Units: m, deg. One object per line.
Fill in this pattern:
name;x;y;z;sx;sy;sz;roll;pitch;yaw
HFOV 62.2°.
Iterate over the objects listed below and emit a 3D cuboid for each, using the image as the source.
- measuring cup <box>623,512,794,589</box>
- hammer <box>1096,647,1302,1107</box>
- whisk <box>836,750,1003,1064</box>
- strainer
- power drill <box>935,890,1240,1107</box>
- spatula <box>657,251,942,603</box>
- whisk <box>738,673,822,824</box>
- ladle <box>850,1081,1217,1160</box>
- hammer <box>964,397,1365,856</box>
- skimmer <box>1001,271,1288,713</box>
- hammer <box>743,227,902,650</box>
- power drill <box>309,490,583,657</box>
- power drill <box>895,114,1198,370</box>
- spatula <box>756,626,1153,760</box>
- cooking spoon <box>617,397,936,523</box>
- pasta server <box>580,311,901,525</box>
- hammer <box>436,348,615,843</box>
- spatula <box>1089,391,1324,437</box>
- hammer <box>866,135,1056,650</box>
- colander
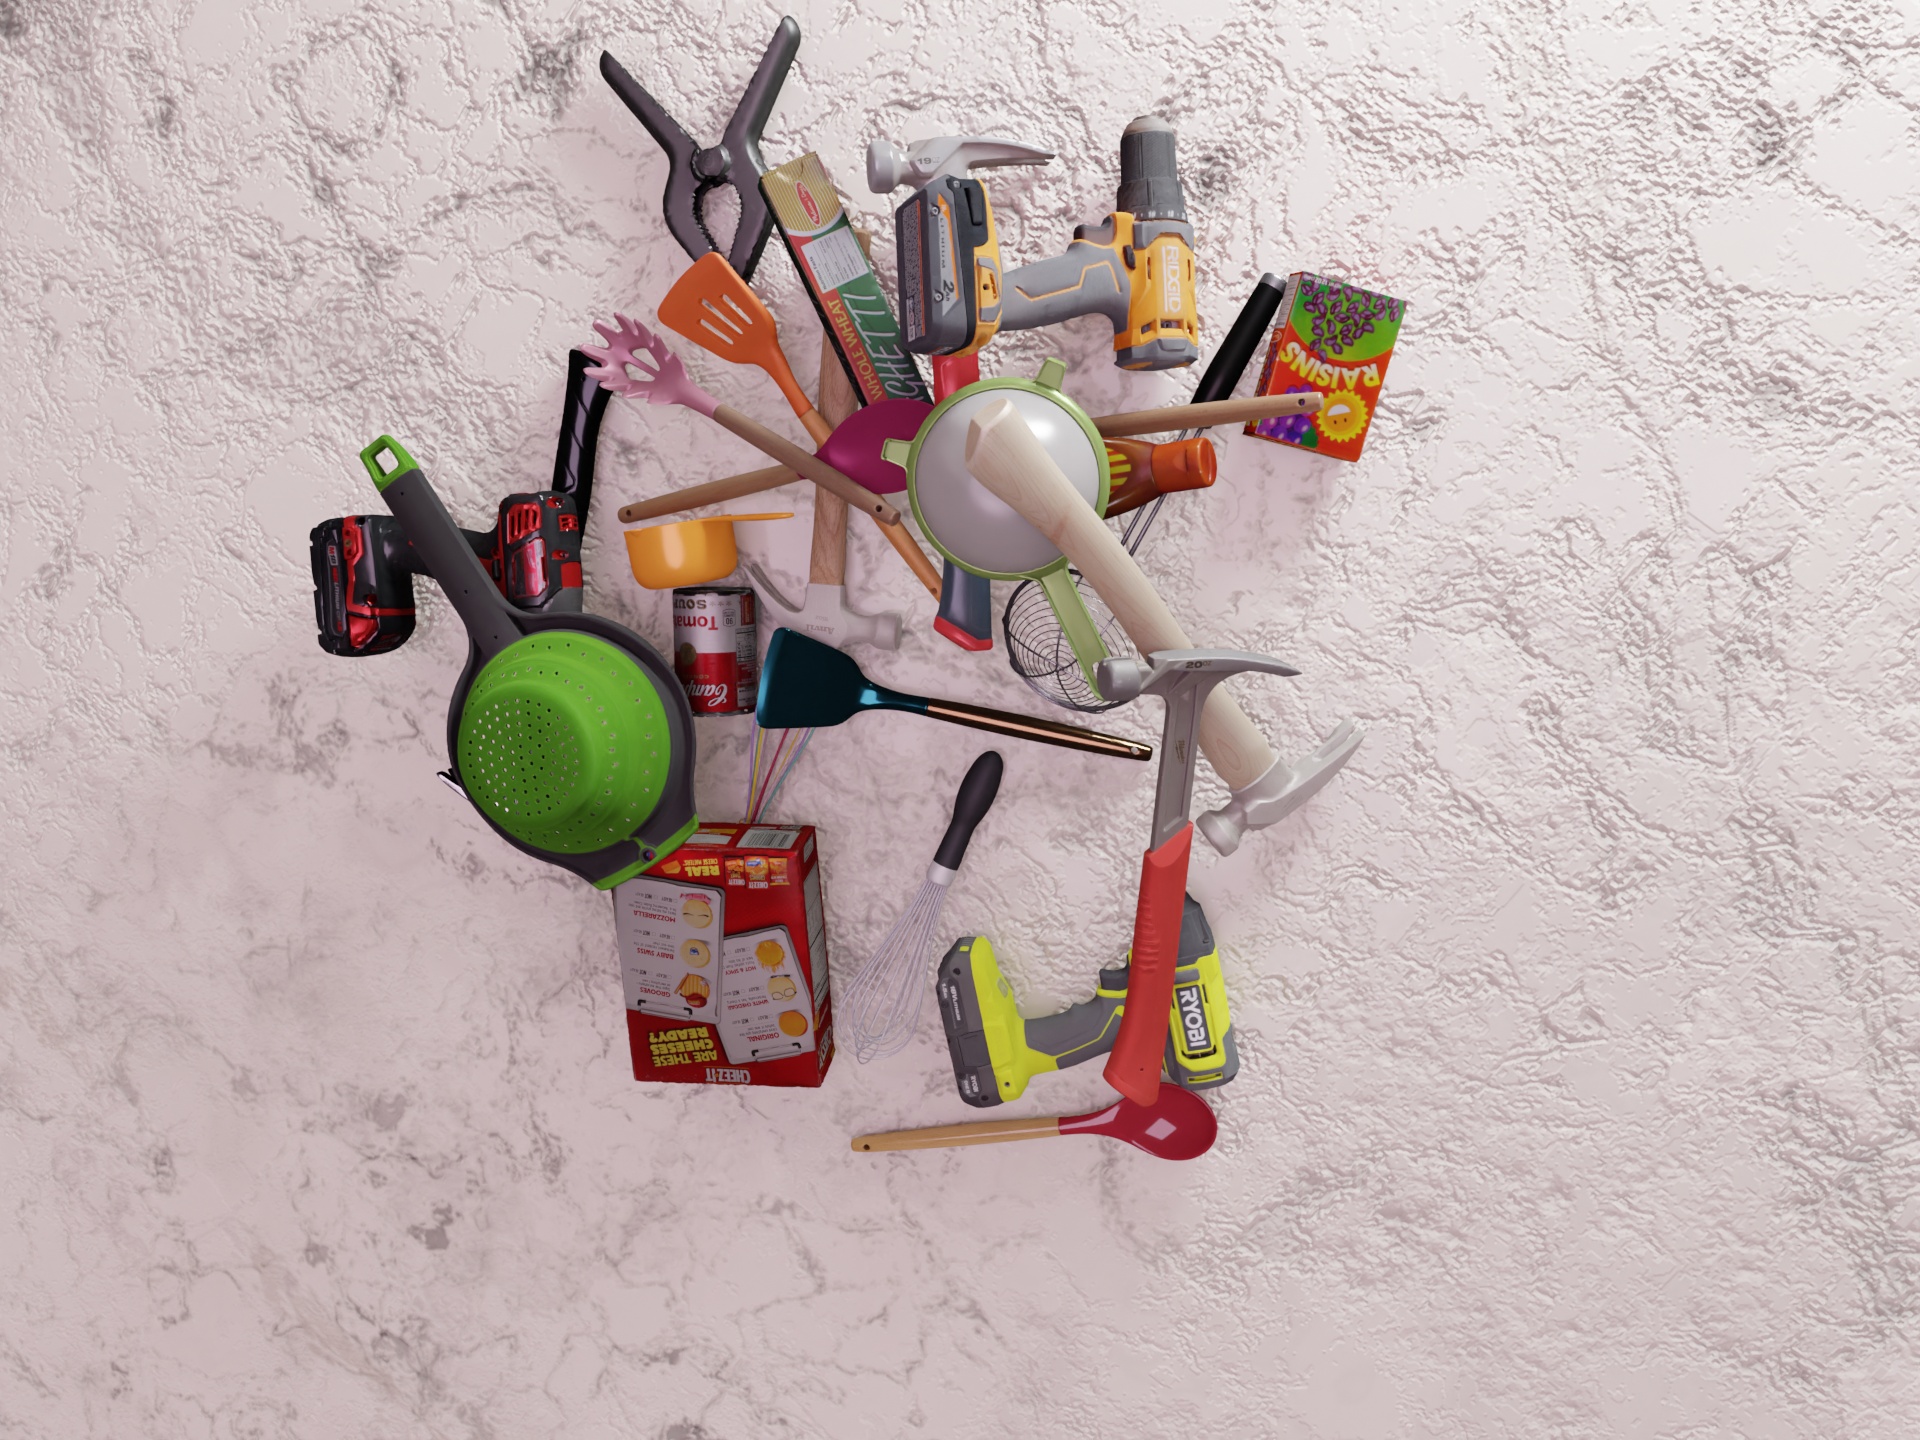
measuring cup;-0.191;-0.135;1.258;0.174;0.095;0.052;1;103;39
hammer;0.160;0.122;1.188;0.149;0.037;0.359;-1;108;-16
whisk;-0.029;0.154;1.311;0.070;0.070;0.284;24;97;6
strainer;0.054;-0.121;1.152;0.151;0.069;0.256;-24;102;16
power drill;0.100;0.222;1.286;0.223;0.080;0.171;-11;97;8
spatula;-0.111;-0.218;1.243;0.081;0.041;0.322;-36;92;35
whisk;-0.165;0.067;1.330;0.051;0.047;0.245;21;106;5
ladle;0.058;0.344;1.334;0.315;0.031;0.069;-8;99;13
hammer;0.144;-0.074;1.150;0.146;0.038;0.410;-39;119;4
skimmer;0.155;-0.175;1.239;0.127;0.090;0.363;29;92;8
hammer;-0.103;-0.224;1.278;0.130;0.031;0.331;6;99;9
power drill;-0.412;-0.109;1.302;0.219;0.078;0.143;-3;94;15
power drill;0.070;-0.352;1.165;0.226;0.084;0.185;-4;95;-21
spatula;-0.002;-0.004;1.277;0.317;0.044;0.082;11;88;4
cooking spoon;-0.146;-0.192;1.251;0.319;0.017;0.068;-9;101;29
pasta server;-0.171;-0.228;1.228;0.316;0.040;0.060;33;98;24
hammer;-0.344;-0.105;1.340;0.149;0.036;0.409;13;100;10
spatula;0.118;-0.222;1.208;0.316;0.018;0.060;-3;96;27
hammer;0.013;-0.247;1.217;0.143;0.038;0.386;-5;94;-10
colander;-0.358;-0.047;1.213;0.204;0.094;0.397;-33;90;13
